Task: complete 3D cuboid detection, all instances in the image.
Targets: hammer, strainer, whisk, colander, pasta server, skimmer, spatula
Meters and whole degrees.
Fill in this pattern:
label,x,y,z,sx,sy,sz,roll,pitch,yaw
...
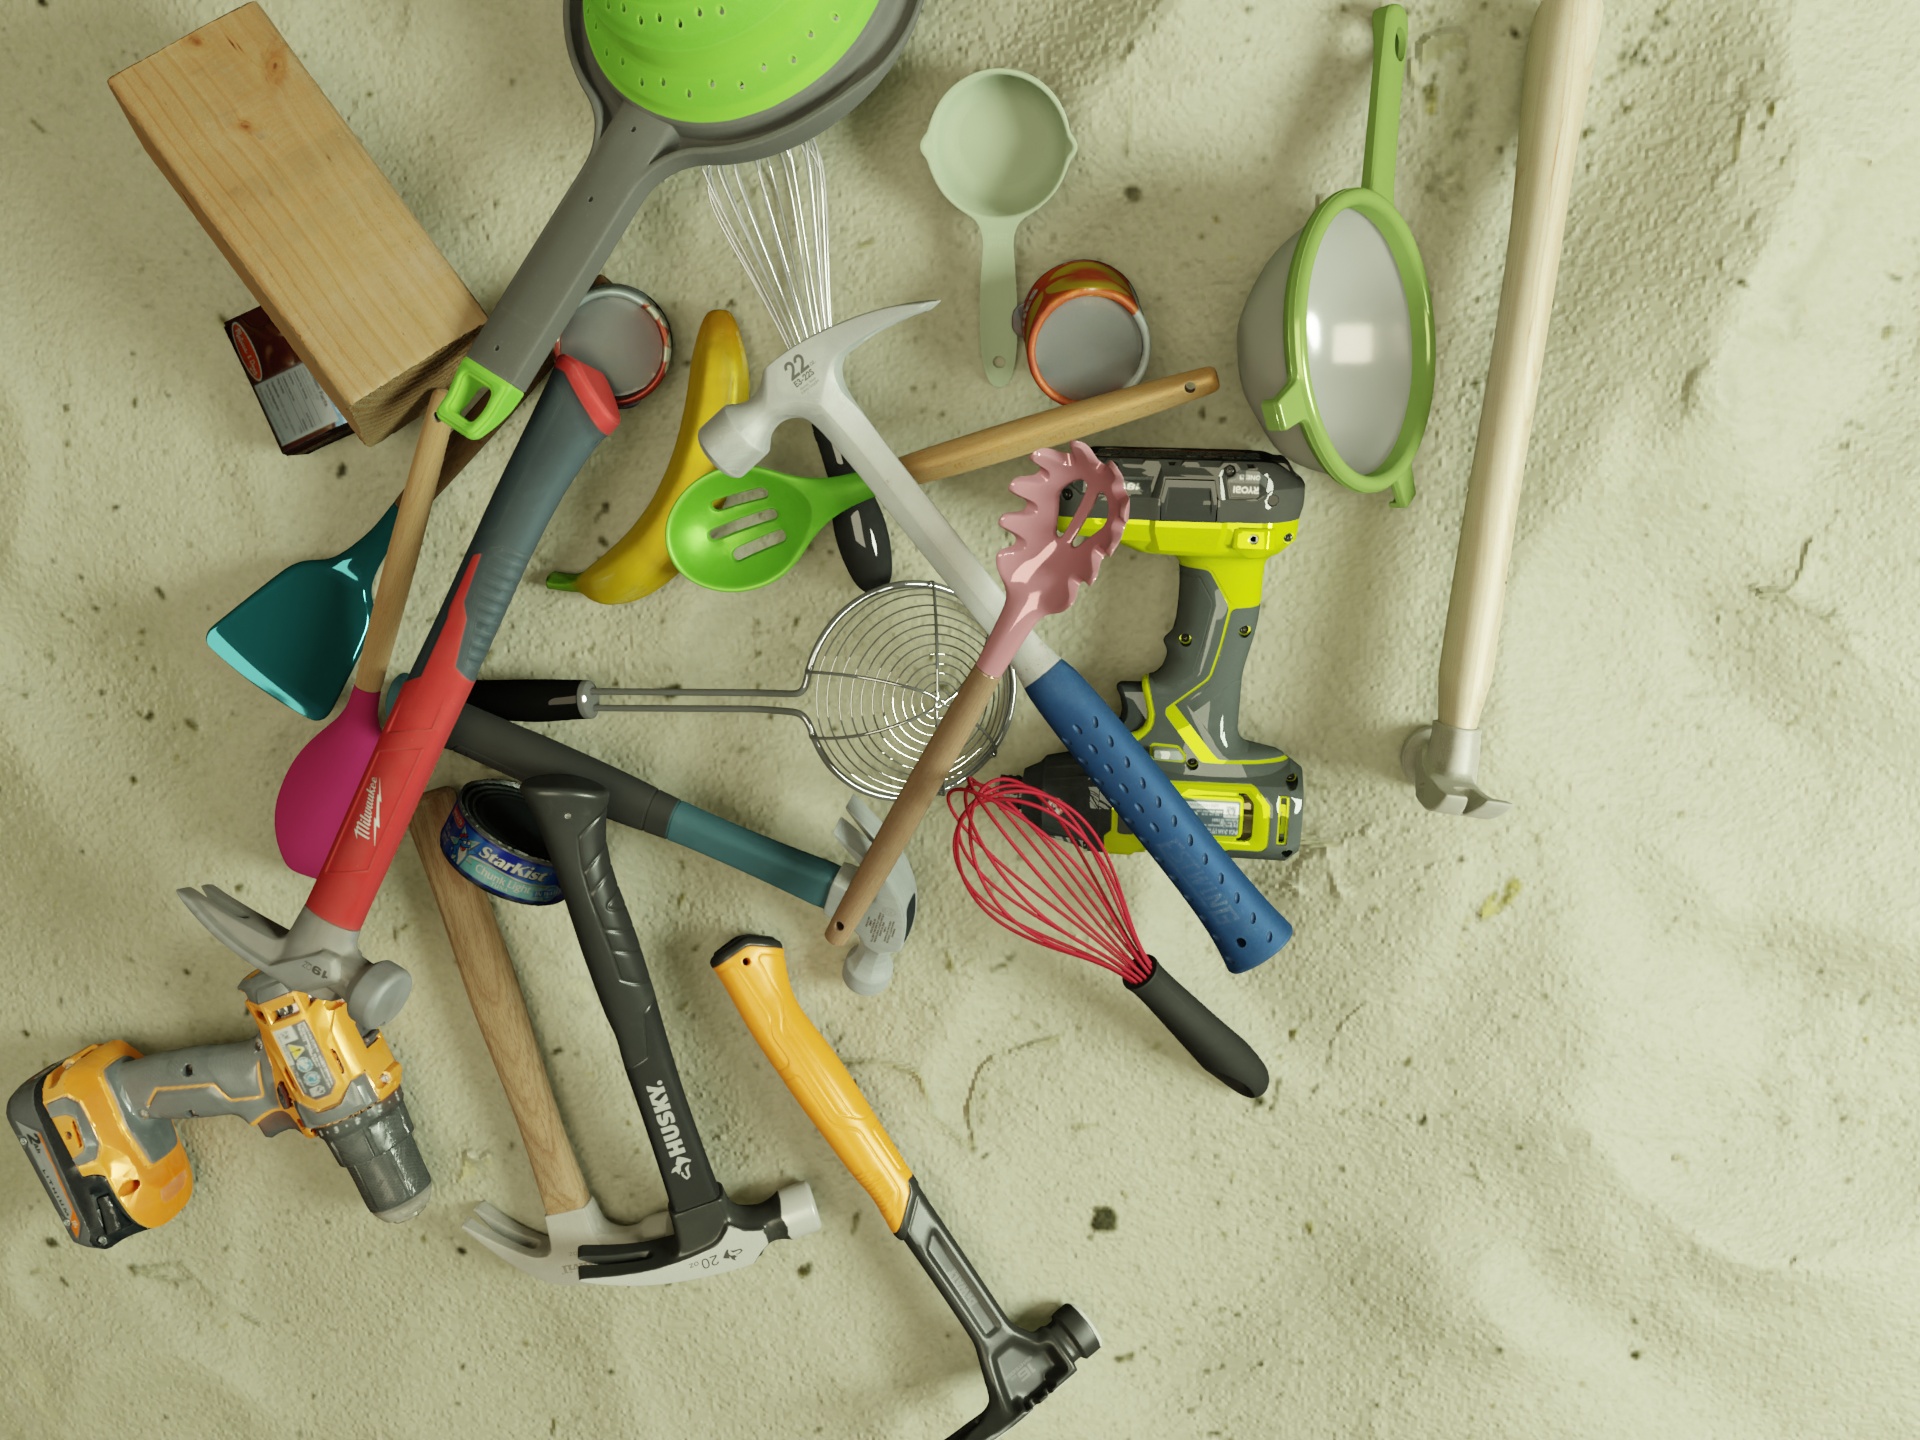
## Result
label,x,y,z,sx,sy,sz,roll,pitch,yaw
hammer,-0.054,0.279,0.961,0.127,0.034,0.337,-34,91,-20
strainer,0.189,-0.243,0.824,0.069,0.151,0.256,1,81,40
hammer,-0.285,0.202,1.000,0.130,0.031,0.331,-15,98,10
whisk,0.088,0.128,0.872,0.073,0.073,0.295,-37,121,13
hammer,-0.193,0.185,0.931,0.146,0.035,0.334,-17,109,-9
whisk,-0.083,-0.207,0.884,0.070,0.070,0.284,-12,104,10
hammer,-0.303,-0.029,0.888,0.143,0.038,0.386,28,96,11
colander,-0.168,-0.325,0.797,0.205,0.094,0.397,33,91,19
hammer,-0.180,0.053,0.925,0.331,0.033,0.128,23,132,2
hammer,0.279,-0.155,0.806,0.038,0.146,0.410,7,97,7
pasta server,-0.001,-0.003,0.817,0.060,0.040,0.316,35,114,13
skimmer,-0.152,-0.017,0.941,0.363,0.090,0.127,1,103,18
hammer,0.041,-0.036,0.835,0.144,0.035,0.405,-37,96,21
spatula,-0.310,-0.138,0.932,0.082,0.044,0.317,41,102,-19

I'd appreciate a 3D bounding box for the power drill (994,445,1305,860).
label,x,y,z,sx,sy,sz,roll,pitch,yaw
power drill,0.106,-0.035,0.877,0.171,0.080,0.223,3,104,7

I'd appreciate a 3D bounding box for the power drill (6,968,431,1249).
label,x,y,z,sx,sy,sz,roll,pitch,yaw
power drill,-0.460,0.260,1.014,0.226,0.084,0.185,-22,99,7

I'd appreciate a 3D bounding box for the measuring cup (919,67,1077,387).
label,x,y,z,sx,sy,sz,roll,pitch,yaw
measuring cup,0.022,-0.268,0.870,0.083,0.038,0.167,2,118,5

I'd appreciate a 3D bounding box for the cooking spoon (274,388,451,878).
label,x,y,z,sx,sy,sz,roll,pitch,yaw
cooking spoon,-0.343,-0.043,0.936,0.068,0.017,0.318,18,108,-12

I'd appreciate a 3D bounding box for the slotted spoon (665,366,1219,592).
label,x,y,z,sx,sy,sz,roll,pitch,yaw
slotted spoon,-0.014,-0.136,0.853,0.314,0.031,0.070,-15,108,17
